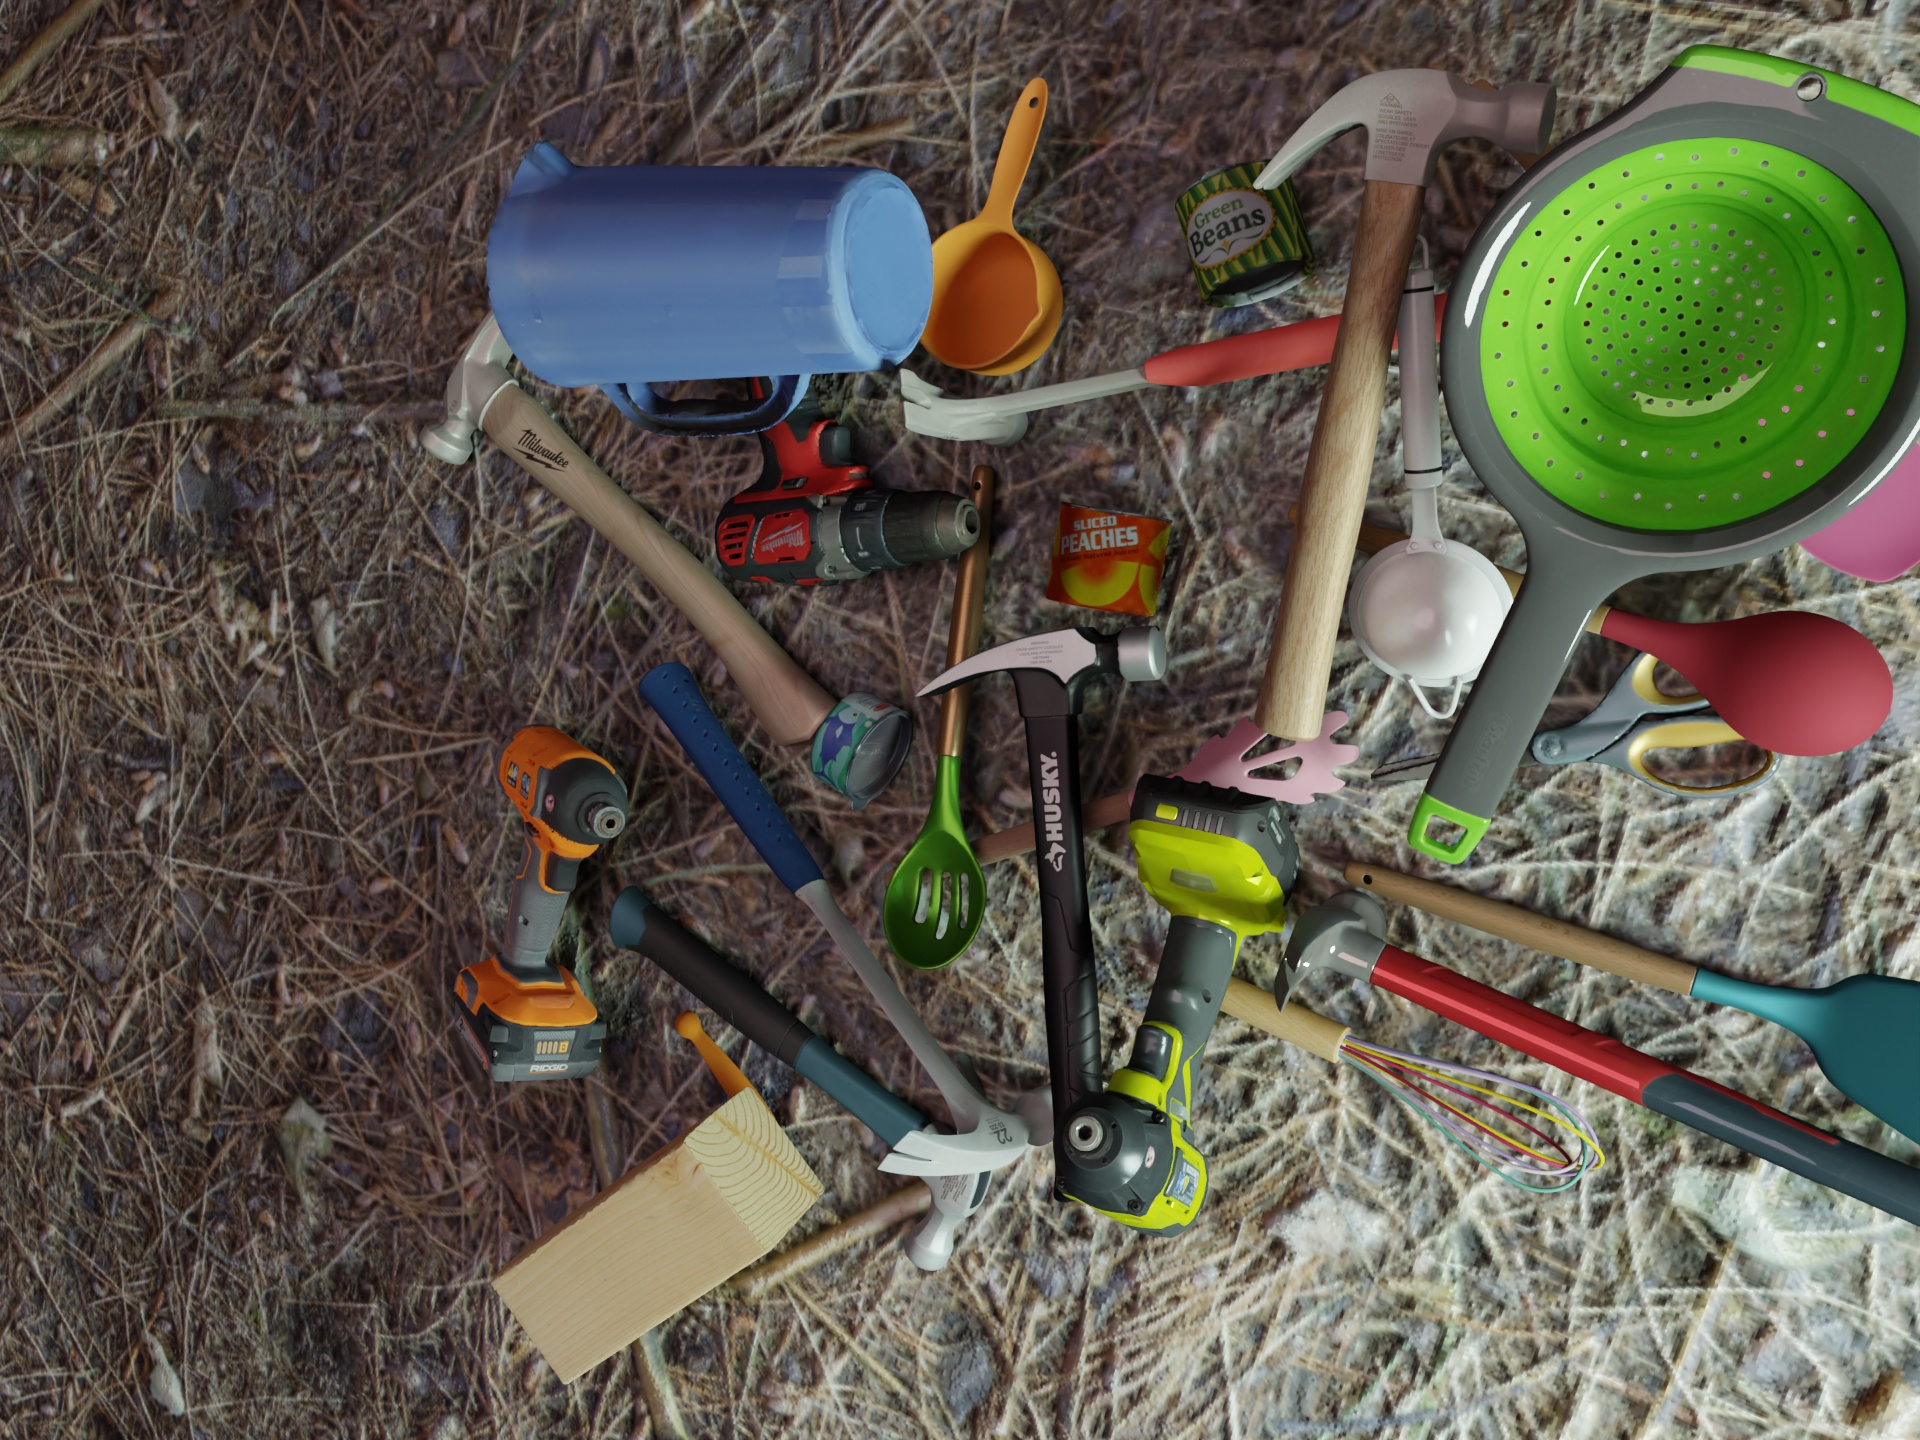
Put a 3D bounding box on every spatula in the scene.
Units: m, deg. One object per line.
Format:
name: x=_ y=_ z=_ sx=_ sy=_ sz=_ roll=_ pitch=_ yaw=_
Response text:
spatula: x=0.346 y=0.125 z=0.812 sx=0.318 sy=0.044 sz=0.082 roll=17 pitch=103 yaw=27

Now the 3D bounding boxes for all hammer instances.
hammer: x=-0.115 y=0.216 z=1.065 sx=0.331 sy=0.033 sz=0.128 roll=32 pitch=107 yaw=23
hammer: x=0.343 y=0.184 z=0.773 sx=0.386 sy=0.143 sz=0.038 roll=23 pitch=105 yaw=21
hammer: x=-0.221 y=-0.136 z=1.109 sx=0.411 sy=0.038 sz=0.146 roll=43 pitch=109 yaw=20
hammer: x=-0.093 y=0.115 z=1.010 sx=0.406 sy=0.144 sz=0.035 roll=51 pitch=121 yaw=24
hammer: x=0.192 y=-0.150 z=0.796 sx=0.130 sy=0.031 sz=0.331 roll=17 pitch=110 yaw=26
hammer: x=0.150 y=-0.199 z=0.865 sx=0.359 sy=0.149 sz=0.037 roll=-7 pitch=91 yaw=22
hammer: x=0.056 y=0.115 z=0.930 sx=0.146 sy=0.035 sz=0.335 roll=-3 pitch=92 yaw=22

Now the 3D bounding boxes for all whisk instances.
whisk: x=0.231 y=0.192 z=0.879 sx=0.245 sy=0.047 sz=0.051 roll=21 pitch=89 yaw=30

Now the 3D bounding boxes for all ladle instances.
ladle: x=0.310 y=-0.061 z=0.824 sx=0.316 sy=0.031 sz=0.069 roll=26 pitch=99 yaw=31

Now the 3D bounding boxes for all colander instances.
colander: x=0.309 y=-0.109 z=0.766 sx=0.204 sy=0.094 sz=0.396 roll=24 pitch=119 yaw=13

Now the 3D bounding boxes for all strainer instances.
strainer: x=0.237 y=-0.117 z=0.819 sx=0.087 sy=0.050 sz=0.258 roll=1 pitch=108 yaw=28

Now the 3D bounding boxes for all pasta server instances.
pasta server: x=0.085 y=0.057 z=0.960 sx=0.316 sy=0.040 sz=0.060 roll=-21 pitch=82 yaw=31

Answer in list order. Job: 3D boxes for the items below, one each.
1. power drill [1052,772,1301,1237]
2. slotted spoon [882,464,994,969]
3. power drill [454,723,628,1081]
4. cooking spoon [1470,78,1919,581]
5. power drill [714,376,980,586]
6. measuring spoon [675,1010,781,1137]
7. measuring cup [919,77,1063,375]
power drill: x=0.110 y=0.150 z=0.836 sx=0.080 sy=0.171 sz=0.223 roll=10 pitch=71 yaw=24
slotted spoon: x=-0.002 y=-0.003 z=0.987 sx=0.070 sy=0.031 sz=0.314 roll=5 pitch=87 yaw=27
power drill: x=-0.282 y=0.128 z=1.096 sx=0.164 sy=0.084 sz=0.226 roll=21 pitch=103 yaw=56
cooking spoon: x=0.359 y=-0.198 z=0.783 sx=0.068 sy=0.017 sz=0.319 roll=-42 pitch=84 yaw=16
power drill: x=-0.076 y=-0.199 z=1.004 sx=0.188 sy=0.080 sz=0.226 roll=0 pitch=95 yaw=33
measuring spoon: x=-0.162 y=0.249 z=1.103 sx=0.117 sy=0.011 sz=0.021 roll=48 pitch=112 yaw=18
measuring cup: x=0.031 y=-0.294 z=0.962 sx=0.095 sy=0.052 sz=0.173 roll=22 pitch=100 yaw=26
